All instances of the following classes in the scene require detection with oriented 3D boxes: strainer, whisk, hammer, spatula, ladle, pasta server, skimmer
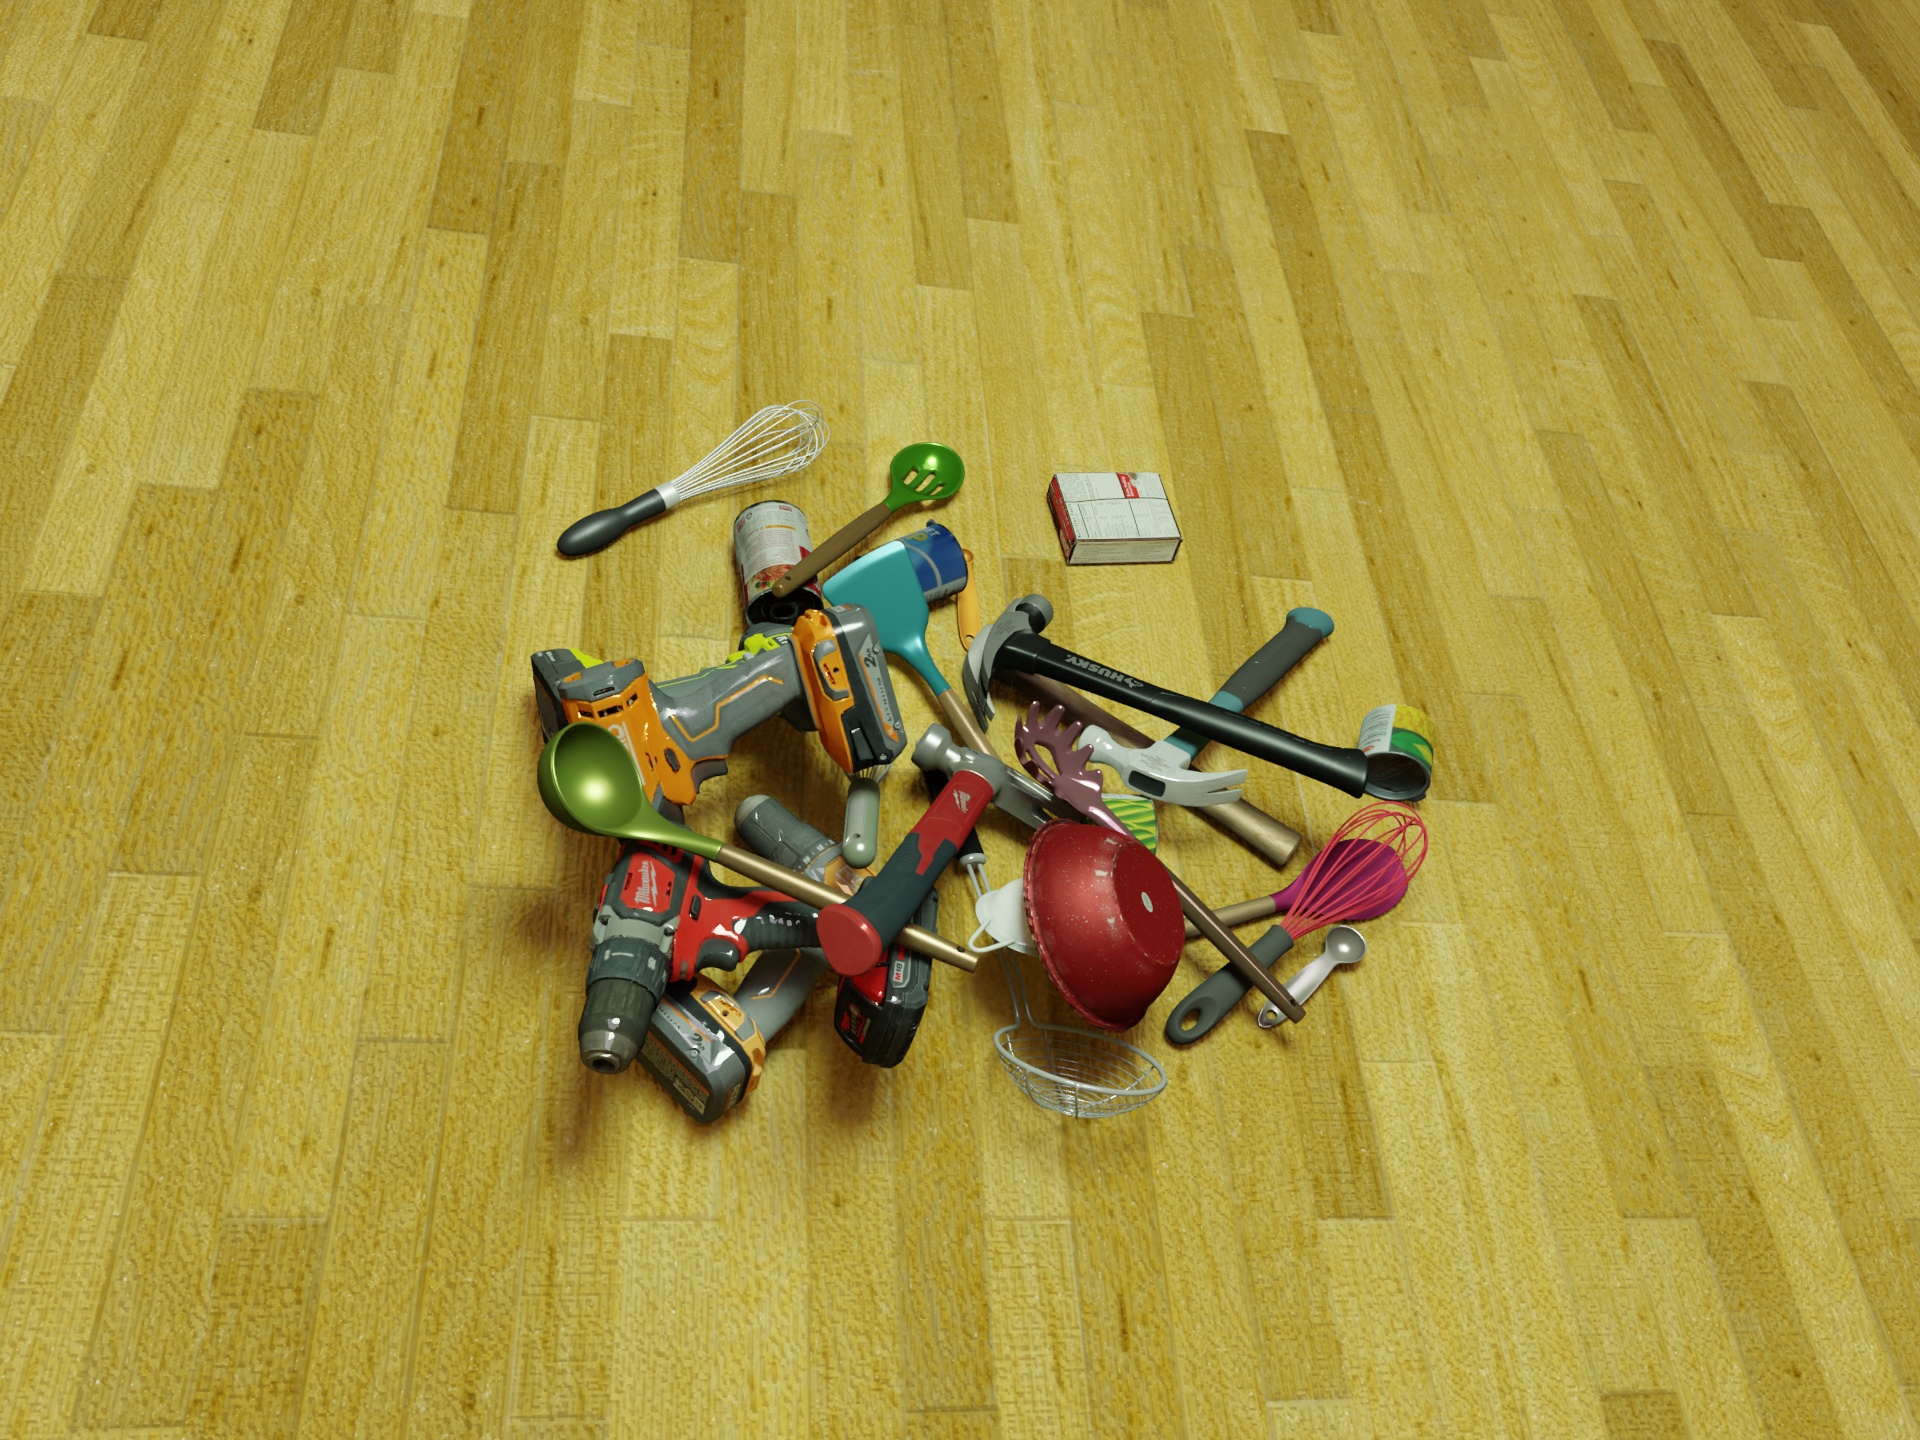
[{"bbox_3d":[0.099,0.139,1.211,0.087,0.050,0.258,35,22,34],"label":"strainer"},{"bbox_3d":[-0.238,-0.217,1.435,0.284,0.070,0.070,-31,67,-25],"label":"whisk"},{"bbox_3d":[0.239,-0.023,1.387,0.128,0.033,0.331,29,42,23],"label":"hammer"},{"bbox_3d":[-0.002,-0.004,1.328,0.082,0.044,0.318,-32,73,-7],"label":"spatula"},{"bbox_3d":[-0.132,0.089,1.051,0.320,0.062,0.078,23,37,4],"label":"ladle"},{"bbox_3d":[0.271,0.161,1.271,0.296,0.073,0.073,-37,69,-21],"label":"whisk"},{"bbox_3d":[0.145,0.022,1.368,0.331,0.031,0.130,34,54,12],"label":"hammer"},{"bbox_3d":[0.153,0.112,1.230,0.316,0.040,0.060,46,53,8],"label":"pasta server"},{"bbox_3d":[-0.074,0.050,1.223,0.058,0.059,0.246,-30,20,10],"label":"whisk"},{"bbox_3d":[0.044,0.143,1.219,0.127,0.090,0.364,6,49,-37],"label":"skimmer"},{"bbox_3d":[0.171,-0.009,1.300,0.335,0.035,0.146,22,38,16],"label":"hammer"},{"bbox_3d":[-0.008,0.096,1.104,0.143,0.038,0.386,31,19,3],"label":"hammer"}]

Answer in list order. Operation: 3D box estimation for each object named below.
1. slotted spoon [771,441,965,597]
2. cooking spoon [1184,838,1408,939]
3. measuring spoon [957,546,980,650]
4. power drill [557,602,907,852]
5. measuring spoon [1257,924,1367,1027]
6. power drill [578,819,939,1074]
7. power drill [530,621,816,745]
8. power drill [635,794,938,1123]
[{"bbox_3d":[-0.083,-0.179,1.419,0.070,0.031,0.314,31,38,10],"label":"slotted spoon"},{"bbox_3d":[0.232,0.156,1.300,0.319,0.017,0.069,-12,73,-21],"label":"cooking spoon"},{"bbox_3d":[0.005,-0.109,1.446,0.021,0.011,0.117,5,57,-14],"label":"measuring spoon"},{"bbox_3d":[-0.160,0.015,1.160,0.226,0.084,0.164,-18,103,-12],"label":"power drill"},{"bbox_3d":[0.280,0.210,1.279,0.124,0.018,0.034,-36,66,-25],"label":"measuring spoon"},{"bbox_3d":[-0.137,0.166,1.063,0.226,0.080,0.188,13,44,-7],"label":"power drill"},{"bbox_3d":[-0.218,-0.026,1.264,0.223,0.080,0.171,-12,23,-22],"label":"power drill"},{"bbox_3d":[-0.153,0.161,1.167,0.185,0.084,0.226,41,51,17],"label":"power drill"}]
